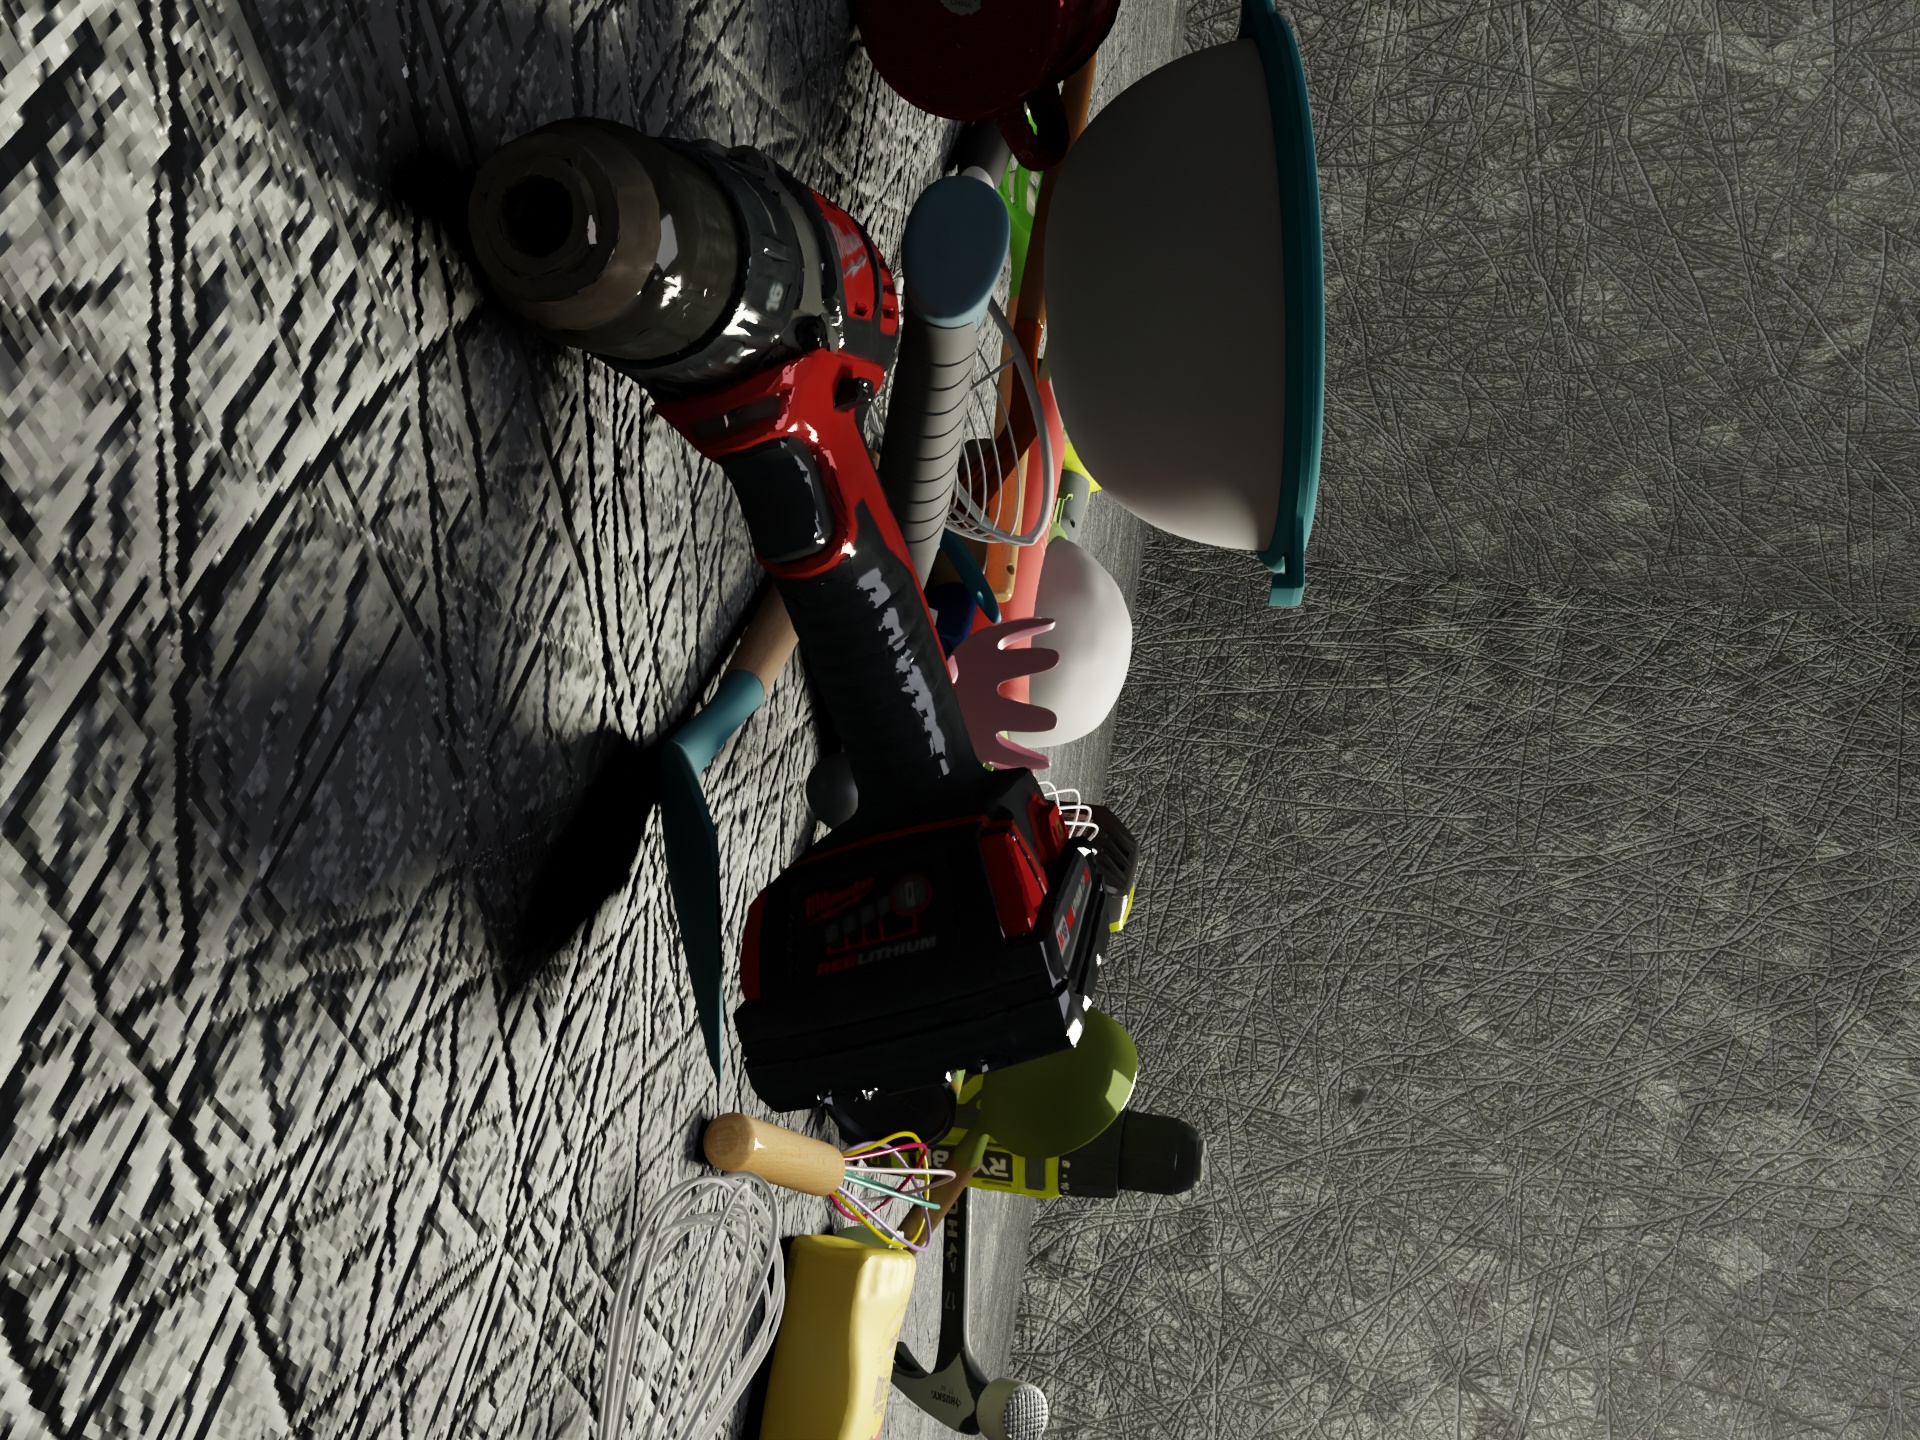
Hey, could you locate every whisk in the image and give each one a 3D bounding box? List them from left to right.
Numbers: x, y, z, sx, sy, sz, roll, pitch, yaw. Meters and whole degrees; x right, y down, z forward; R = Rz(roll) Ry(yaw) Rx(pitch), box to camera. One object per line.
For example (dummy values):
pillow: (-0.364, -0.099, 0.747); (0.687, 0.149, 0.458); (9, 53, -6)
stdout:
whisk: (-0.104, 0.245, 0.459); (0.057, 0.059, 0.246); (45, 45, -31)
whisk: (-0.053, 0.191, 0.681); (0.047, 0.051, 0.244); (-58, 155, -10)
whisk: (0.001, 0.044, 0.644); (0.284, 0.070, 0.070); (28, 69, -68)

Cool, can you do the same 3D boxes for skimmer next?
skimmer: (0.025, -0.220, 0.744); (0.364, 0.090, 0.127); (-75, 163, -45)

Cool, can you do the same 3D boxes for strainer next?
strainer: (0.053, -0.005, 0.955); (0.151, 0.069, 0.256); (85, 22, -50)
strainer: (0.074, -0.220, 0.601); (0.211, 0.095, 0.340); (-82, 167, -67)

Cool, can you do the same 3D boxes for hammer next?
hammer: (-0.022, -0.055, 0.588); (0.330, 0.033, 0.128); (105, -3, -58)
hammer: (-0.001, 0.219, 0.987); (0.149, 0.036, 0.409); (-14, -110, 52)
hammer: (0.040, -0.154, 0.898); (0.149, 0.037, 0.359); (53, 39, -41)

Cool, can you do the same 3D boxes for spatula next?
spatula: (-0.056, -0.021, 0.538); (0.318, 0.044, 0.082); (-73, 169, -55)
spatula: (0.032, -0.227, 0.816); (0.081, 0.041, 0.323); (-19, -125, 58)

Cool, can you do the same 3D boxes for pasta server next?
pasta server: (-0.001, -0.002, 0.717); (0.316, 0.040, 0.060); (150, -58, -83)

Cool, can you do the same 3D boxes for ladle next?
ladle: (0.007, 0.244, 0.834); (0.320, 0.062, 0.078); (116, -3, -47)

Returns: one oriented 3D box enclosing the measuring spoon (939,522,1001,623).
measuring spoon: (-0.012, -0.074, 0.700); (0.129, 0.021, 0.042); (-121, -164, -53)

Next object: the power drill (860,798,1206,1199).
power drill: (0.039, 0.161, 0.859); (0.080, 0.190, 0.228); (-60, 152, -62)

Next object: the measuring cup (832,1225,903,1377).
measuring cup: (-0.057, 0.336, 0.869); (0.167, 0.038, 0.083); (91, 10, -47)

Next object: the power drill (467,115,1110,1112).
power drill: (-0.036, -0.027, 0.380); (0.188, 0.080, 0.226); (-40, 114, -77)

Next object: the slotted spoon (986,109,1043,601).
slotted spoon: (0.030, -0.206, 0.860); (0.070, 0.031, 0.314); (23, 61, -37)

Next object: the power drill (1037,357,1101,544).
power drill: (0.064, -0.140, 1.146); (0.171, 0.080, 0.223); (73, 29, -71)
